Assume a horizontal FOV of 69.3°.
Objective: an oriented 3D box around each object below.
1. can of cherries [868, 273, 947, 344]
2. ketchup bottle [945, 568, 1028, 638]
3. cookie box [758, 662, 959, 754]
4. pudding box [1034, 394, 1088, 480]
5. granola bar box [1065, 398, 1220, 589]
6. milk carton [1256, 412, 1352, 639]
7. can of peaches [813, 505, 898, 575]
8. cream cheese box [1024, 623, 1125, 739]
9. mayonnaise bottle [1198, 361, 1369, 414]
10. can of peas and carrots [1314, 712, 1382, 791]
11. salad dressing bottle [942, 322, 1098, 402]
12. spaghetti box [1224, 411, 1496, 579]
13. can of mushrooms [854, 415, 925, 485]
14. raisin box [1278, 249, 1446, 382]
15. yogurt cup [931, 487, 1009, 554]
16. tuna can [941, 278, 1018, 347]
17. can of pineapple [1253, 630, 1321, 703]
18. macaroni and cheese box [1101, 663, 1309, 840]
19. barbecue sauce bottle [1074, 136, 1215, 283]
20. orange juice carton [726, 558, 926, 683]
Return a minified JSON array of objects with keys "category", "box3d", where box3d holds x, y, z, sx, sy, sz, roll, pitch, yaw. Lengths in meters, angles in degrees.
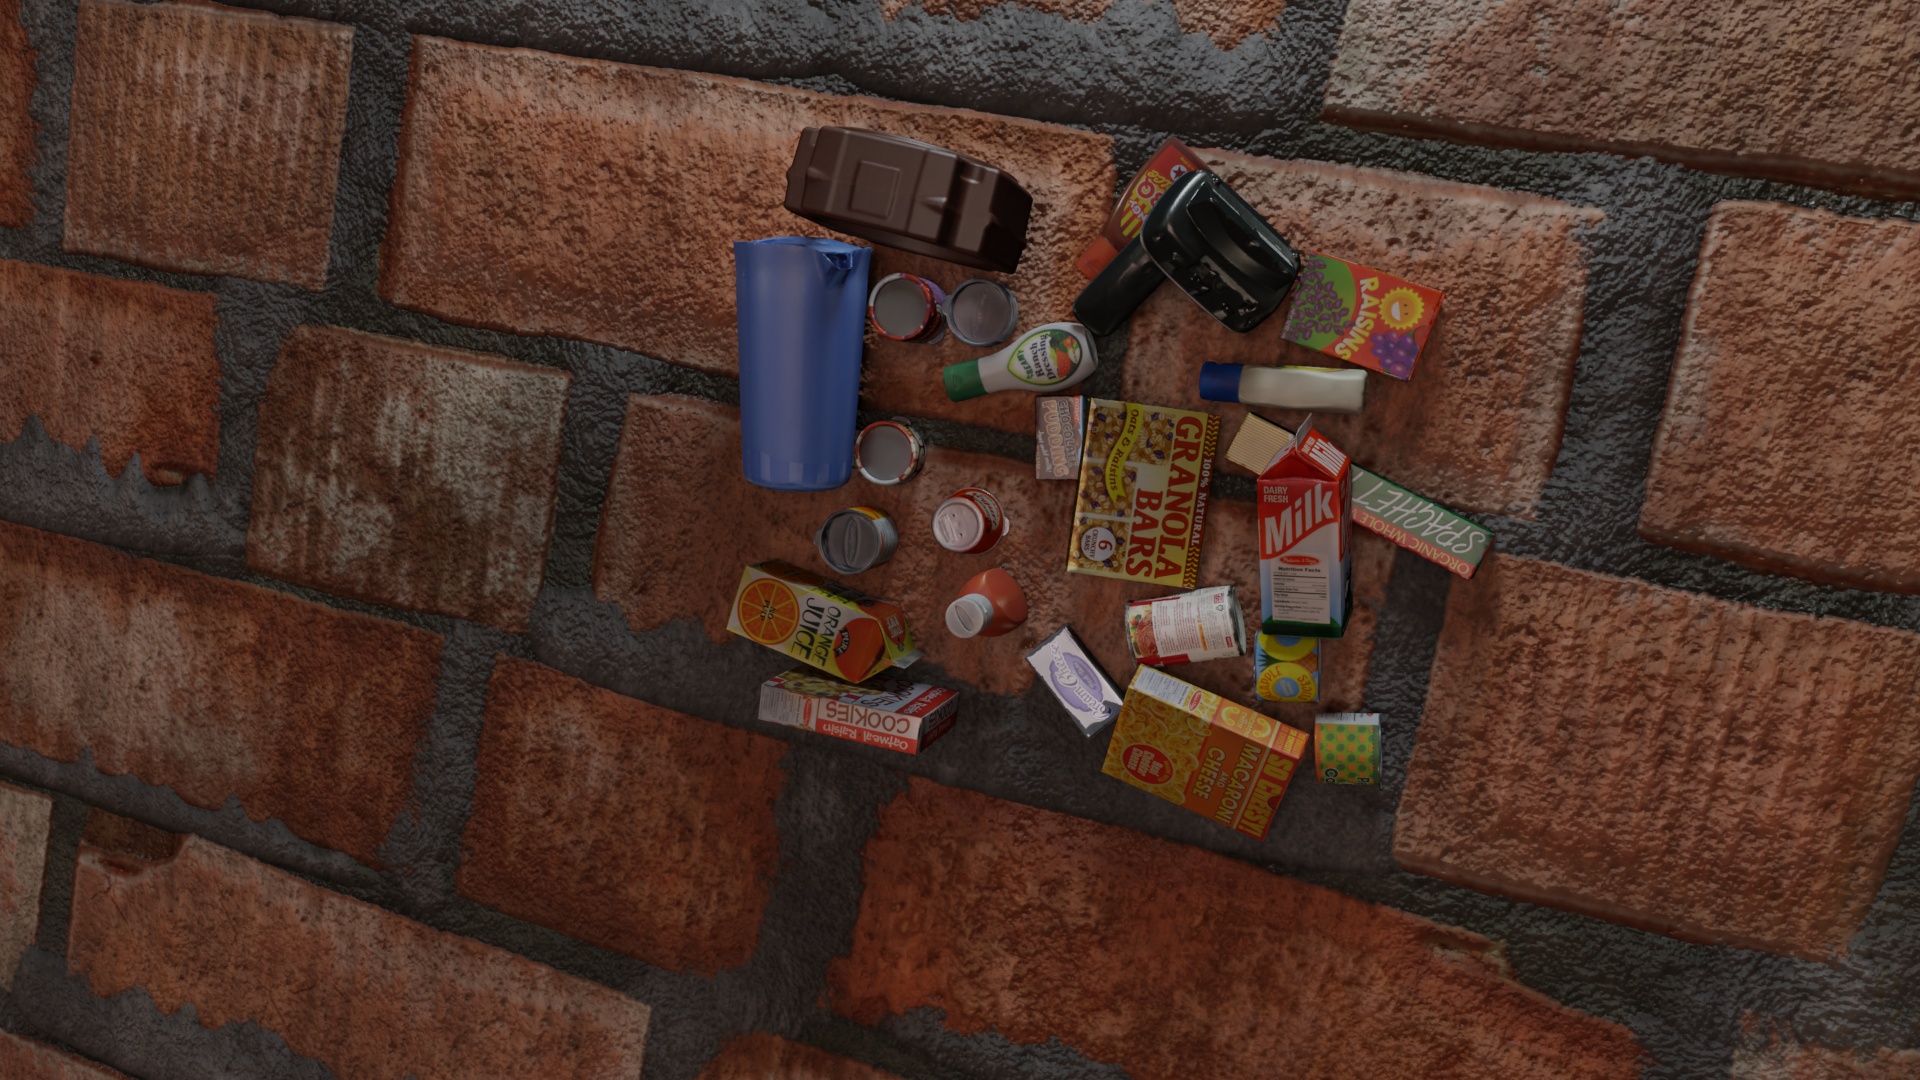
[{"category":"can of cherries","box3d":[-0.049,-0.226,1.367,0.071,0.058,0.071,1,95,17]},{"category":"ketchup bottle","box3d":[0.024,0.064,1.323,0.043,0.149,0.065,-32,86,16]},{"category":"cookie box","box3d":[-0.098,0.164,1.382,0.167,0.123,0.040,10,99,16]},{"category":"pudding box","box3d":[0.099,-0.100,1.349,0.049,0.030,0.083,1,95,16]},{"category":"granola bar box","box3d":[0.171,-0.046,1.313,0.124,0.039,0.165,8,97,1]},{"category":"milk carton","box3d":[0.310,-0.014,1.245,0.073,0.073,0.189,2,111,23]},{"category":"can of peaches","box3d":[-0.105,-0.002,1.404,0.071,0.058,0.071,2,96,17]},{"category":"cream cheese box","box3d":[0.116,0.138,1.367,0.053,0.024,0.104,-40,83,16]},{"category":"mayonnaise bottle","box3d":[0.295,-0.141,1.271,0.148,0.065,0.041,7,100,20]},{"category":"can of peas and carrots","box3d":[0.357,0.194,1.277,0.059,0.071,0.071,-1,95,18]},{"category":"salad dressing bottle","box3d":[0.057,-0.169,1.348,0.147,0.044,0.064,-13,92,18]},{"category":"spaghetti box","box3d":[0.365,-0.042,1.275,0.250,0.029,0.050,29,103,13]},{"category":"can of mushrooms","box3d":[-0.071,-0.091,1.399,0.071,0.033,0.071,2,95,17]},{"category":"raisin box","box3d":[0.362,-0.203,1.256,0.123,0.040,0.086,22,100,13]},{"category":"yogurt cup","box3d":[0.005,-0.017,1.372,0.072,0.054,0.072,2,95,17]},{"category":"tuna can","box3d":[0.020,-0.223,1.361,0.071,0.033,0.071,2,95,17]},{"category":"can of pineapple","box3d":[0.303,0.118,1.286,0.058,0.071,0.071,0,95,17]},{"category":"macaroni and cheese box","box3d":[0.226,0.200,1.303,0.166,0.040,0.123,22,132,14]},{"category":"barbecue sauce bottle","box3d":[0.170,-0.303,1.303,0.065,0.044,0.148,44,105,2]},{"category":"orange juice carton","box3d":[-0.131,0.087,1.412,0.193,0.072,0.073,21,101,14]}]
